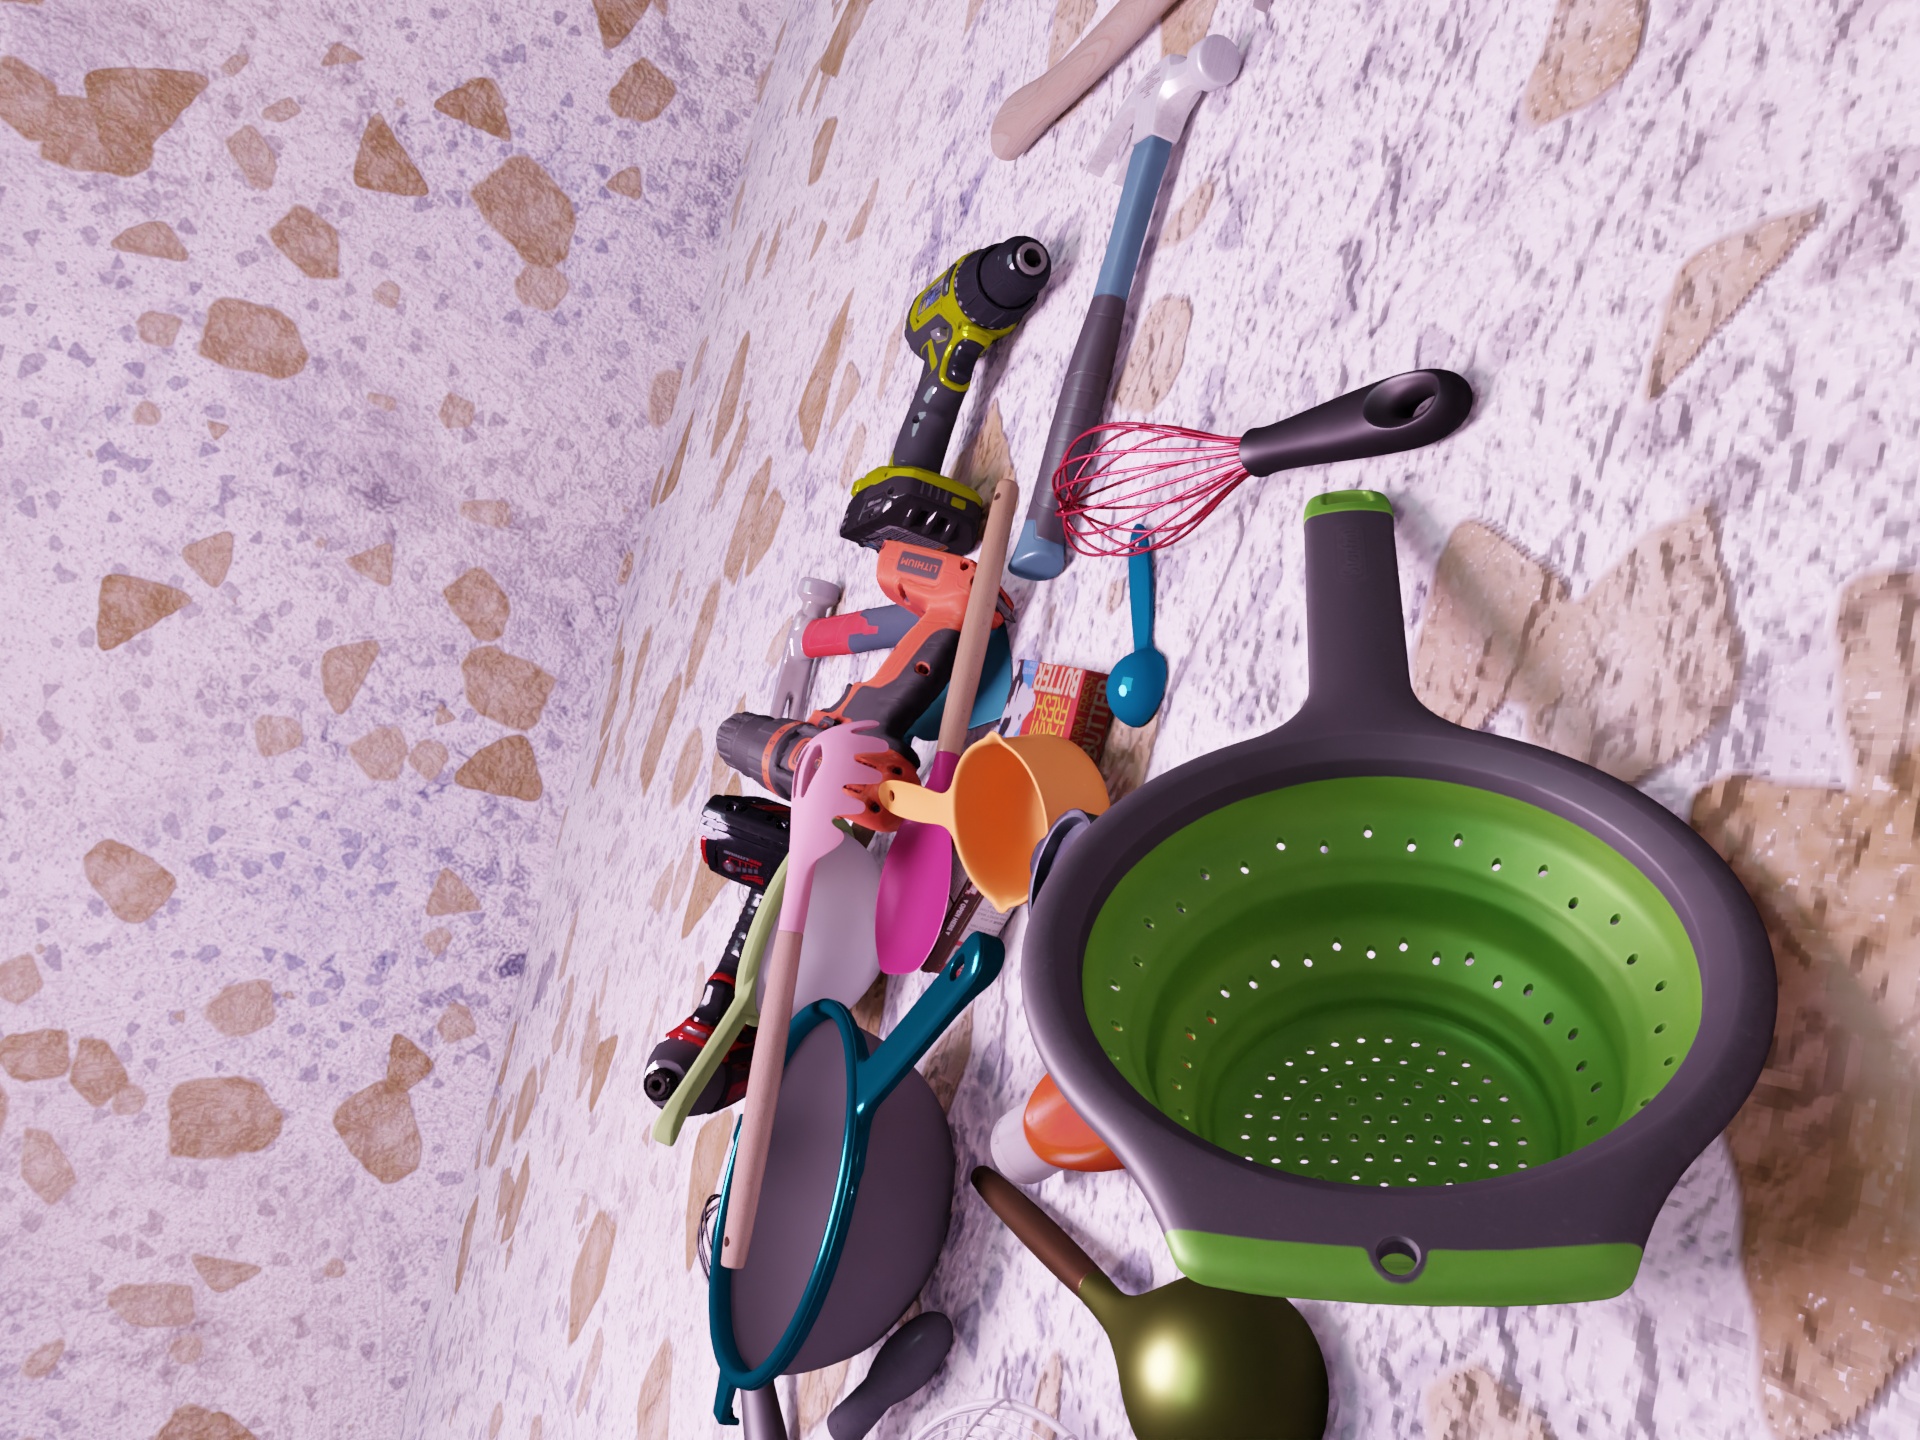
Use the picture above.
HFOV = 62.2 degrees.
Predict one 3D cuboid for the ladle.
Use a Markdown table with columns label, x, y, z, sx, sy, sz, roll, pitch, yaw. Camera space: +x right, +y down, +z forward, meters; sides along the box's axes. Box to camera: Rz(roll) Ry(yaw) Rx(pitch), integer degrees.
| label | x | y | z | sx | sy | sz | roll | pitch | yaw |
| --- | --- | --- | --- | --- | --- | --- | --- | --- | --- |
| ladle | 0.061 | 0.241 | 0.691 | 0.320 | 0.062 | 0.078 | 174 | 113 | -76 |

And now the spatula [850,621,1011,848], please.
| label | x | y | z | sx | sy | sz | roll | pitch | yaw |
| --- | --- | --- | --- | --- | --- | --- | --- | --- | --- |
| spatula | -0.044 | 0.054 | 1.126 | 0.317 | 0.044 | 0.082 | 120 | 155 | -45 |

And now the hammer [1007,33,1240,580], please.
| label | x | y | z | sx | sy | sz | roll | pitch | yaw |
| --- | --- | --- | --- | --- | --- | --- | --- | --- | --- |
| hammer | 0.089 | -0.248 | 0.986 | 0.128 | 0.033 | 0.331 | 14 | 88 | 69 |

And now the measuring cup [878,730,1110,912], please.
| label | x | y | z | sx | sy | sz | roll | pitch | yaw |
| --- | --- | --- | --- | --- | --- | --- | --- | --- | --- |
| measuring cup | 0.017 | 0.047 | 0.867 | 0.174 | 0.052 | 0.095 | 8 | 103 | 58 |

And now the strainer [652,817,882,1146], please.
| label | x | y | z | sx | sy | sz | roll | pitch | yaw |
| --- | --- | --- | --- | --- | --- | --- | --- | --- | --- |
| strainer | -0.105 | 0.176 | 1.022 | 0.151 | 0.069 | 0.256 | 97 | -161 | -45 |

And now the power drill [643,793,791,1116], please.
| label | x | y | z | sx | sy | sz | roll | pitch | yaw |
| --- | --- | --- | --- | --- | --- | --- | --- | --- | --- |
| power drill | -0.157 | 0.167 | 1.104 | 0.143 | 0.078 | 0.219 | 14 | -87 | -75 |

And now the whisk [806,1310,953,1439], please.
| label | x | y | z | sx | sy | sz | roll | pitch | yaw |
| --- | --- | --- | --- | --- | --- | --- | --- | --- | --- |
| whisk | -0.085 | 0.418 | 0.886 | 0.284 | 0.070 | 0.070 | -54 | 27 | 25 |

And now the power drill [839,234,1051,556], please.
| label | x | y | z | sx | sy | sz | roll | pitch | yaw |
| --- | --- | --- | --- | --- | --- | --- | --- | --- | --- |
| power drill | -0.006 | -0.238 | 1.171 | 0.190 | 0.080 | 0.228 | -6 | 67 | 69 |

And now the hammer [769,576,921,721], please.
| label | x | y | z | sx | sy | sz | roll | pitch | yaw |
| --- | --- | --- | --- | --- | --- | --- | --- | --- | --- |
| hammer | -0.082 | -0.057 | 1.285 | 0.386 | 0.038 | 0.143 | -179 | 103 | -69 |

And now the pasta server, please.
| label | x | y | z | sx | sy | sz | roll | pitch | yaw |
| --- | --- | --- | --- | --- | --- | --- | --- | --- | --- |
| pasta server | -0.095 | 0.149 | 0.909 | 0.060 | 0.040 | 0.316 | -8 | 70 | 55 |

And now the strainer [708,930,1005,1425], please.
| label | x | y | z | sx | sy | sz | roll | pitch | yaw |
| --- | --- | --- | --- | --- | --- | --- | --- | --- | --- |
| strainer | -0.033 | 0.228 | 0.857 | 0.340 | 0.095 | 0.211 | -55 | 25 | 36 |

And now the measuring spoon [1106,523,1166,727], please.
| label | x | y | z | sx | sy | sz | roll | pitch | yaw |
| --- | --- | --- | --- | --- | --- | --- | --- | --- | --- |
| measuring spoon | 0.089 | -0.056 | 0.851 | 0.042 | 0.021 | 0.129 | 133 | 146 | -51 |

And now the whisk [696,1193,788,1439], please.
| label | x | y | z | sx | sy | sz | roll | pitch | yaw |
| --- | --- | --- | --- | --- | --- | --- | --- | --- | --- |
| whisk | -0.135 | 0.414 | 1.041 | 0.055 | 0.055 | 0.239 | -60 | 33 | 33 |

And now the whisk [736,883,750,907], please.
| label | x | y | z | sx | sy | sz | roll | pitch | yaw |
| --- | --- | --- | --- | --- | --- | --- | --- | --- | --- |
| whisk | -0.134 | 0.162 | 1.246 | 0.059 | 0.057 | 0.247 | -42 | 28 | 0 |

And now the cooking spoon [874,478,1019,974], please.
| label | x | y | z | sx | sy | sz | roll | pitch | yaw |
| --- | --- | --- | --- | --- | --- | --- | --- | --- | --- |
| cooking spoon | -0.002 | -0.003 | 0.952 | 0.069 | 0.017 | 0.319 | -12 | 60 | 50 |

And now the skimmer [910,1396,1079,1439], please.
| label | x | y | z | sx | sy | sz | roll | pitch | yaw |
| --- | --- | --- | --- | --- | --- | --- | --- | --- | --- |
| skimmer | -0.025 | 0.424 | 0.779 | 0.363 | 0.090 | 0.127 | 117 | 154 | -54 |

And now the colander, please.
| label | x | y | z | sx | sy | sz | roll | pitch | yaw |
| --- | --- | --- | --- | --- | --- | --- | --- | --- | --- |
| colander | 0.138 | 0.048 | 0.540 | 0.397 | 0.204 | 0.094 | -74 | -22 | -53 |

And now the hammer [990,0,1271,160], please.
| label | x | y | z | sx | sy | sz | roll | pitch | yaw |
| --- | --- | --- | --- | --- | --- | --- | --- | --- | --- |
| hammer | 0.110 | -0.472 | 1.102 | 0.411 | 0.038 | 0.146 | 170 | 113 | -68 |

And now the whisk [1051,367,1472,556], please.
| label | x | y | z | sx | sy | sz | roll | pitch | yaw |
| --- | --- | --- | --- | --- | --- | --- | --- | --- | --- |
| whisk | 0.130 | -0.123 | 0.757 | 0.296 | 0.073 | 0.073 | -4 | 71 | 62 |
